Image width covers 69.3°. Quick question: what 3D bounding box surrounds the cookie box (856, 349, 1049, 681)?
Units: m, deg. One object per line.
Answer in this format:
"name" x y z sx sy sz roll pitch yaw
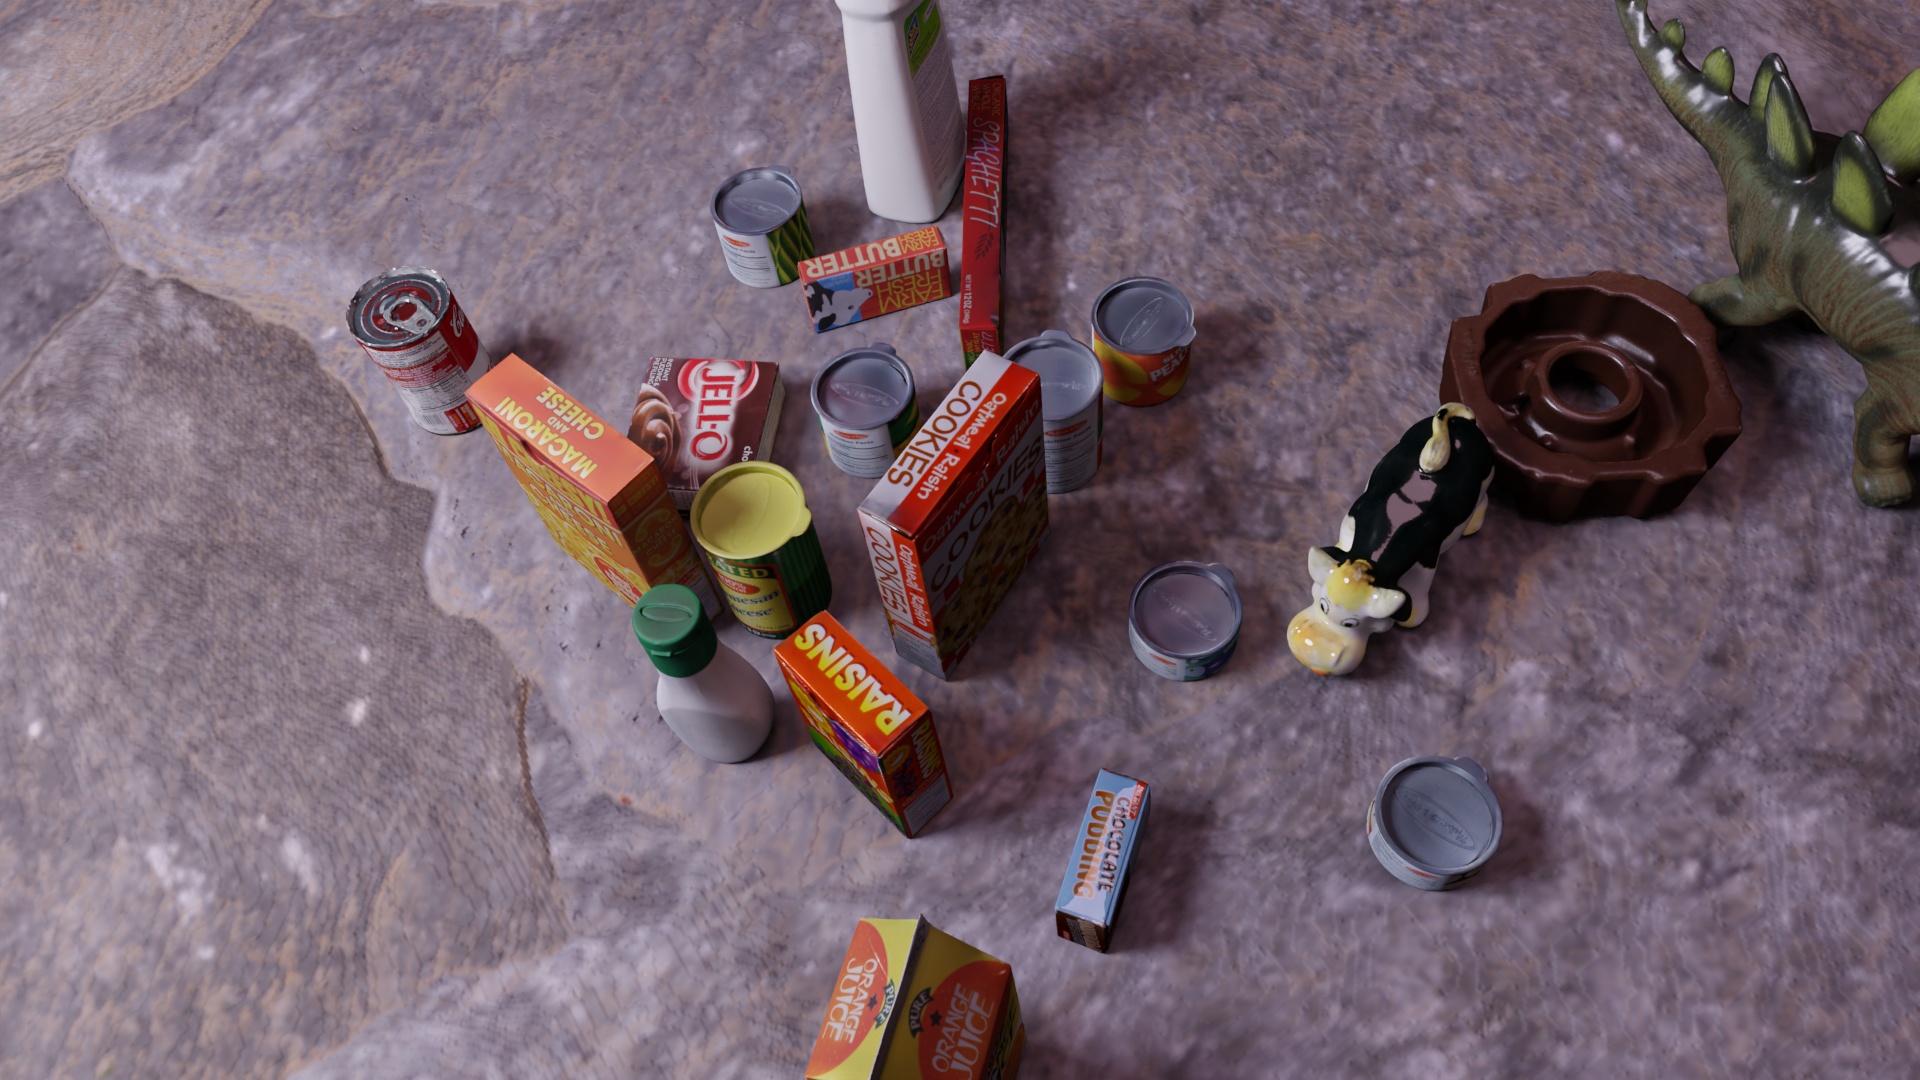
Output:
"cookie box" 0.003 -0.010 0.793 0.040 0.166 0.123 27 65 20

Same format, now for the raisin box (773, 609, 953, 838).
"raisin box" -0.051 0.102 0.755 0.040 0.122 0.086 -40 63 -17

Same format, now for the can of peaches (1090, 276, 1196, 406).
"can of peaches" 0.122 -0.130 0.921 0.071 0.057 0.071 -2 58 4

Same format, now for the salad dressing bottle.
"salad dressing bottle" -0.143 0.075 0.766 0.064 0.147 0.044 5 59 9

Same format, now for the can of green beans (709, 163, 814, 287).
"can of green beans" -0.142 -0.226 1.006 0.071 0.057 0.071 -2 58 4

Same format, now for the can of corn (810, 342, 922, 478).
"can of corn" -0.059 -0.085 0.910 0.071 0.058 0.071 -2 58 4

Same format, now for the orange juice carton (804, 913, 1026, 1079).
"orange juice carton" -0.018 0.230 0.631 0.073 0.191 0.072 13 61 13

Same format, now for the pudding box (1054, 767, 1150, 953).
"pudding box" 0.077 0.171 0.743 0.030 0.049 0.084 15 61 14

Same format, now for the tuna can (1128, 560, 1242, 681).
"tuna can" 0.134 0.046 0.825 0.071 0.032 0.071 -2 58 4

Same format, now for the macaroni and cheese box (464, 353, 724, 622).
"macaroni and cheese box" -0.212 -0.019 0.820 0.124 0.165 0.040 35 68 23

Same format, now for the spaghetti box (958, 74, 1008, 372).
"spaghetti box" 0.018 -0.232 0.999 0.029 0.050 0.251 -1 58 5

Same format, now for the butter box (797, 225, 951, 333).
"butter box" -0.059 -0.183 0.974 0.103 0.053 0.024 -16 58 -5

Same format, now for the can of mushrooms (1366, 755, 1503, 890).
"can of mushrooms" 0.256 0.151 0.748 0.071 0.033 0.071 -2 58 4

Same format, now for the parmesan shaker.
"parmesan shaker" -0.114 0.009 0.830 0.071 0.102 0.071 -2 58 4

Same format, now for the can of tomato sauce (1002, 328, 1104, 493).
"can of tomato sauce" 0.057 -0.080 0.881 0.071 0.082 0.071 -2 58 4
